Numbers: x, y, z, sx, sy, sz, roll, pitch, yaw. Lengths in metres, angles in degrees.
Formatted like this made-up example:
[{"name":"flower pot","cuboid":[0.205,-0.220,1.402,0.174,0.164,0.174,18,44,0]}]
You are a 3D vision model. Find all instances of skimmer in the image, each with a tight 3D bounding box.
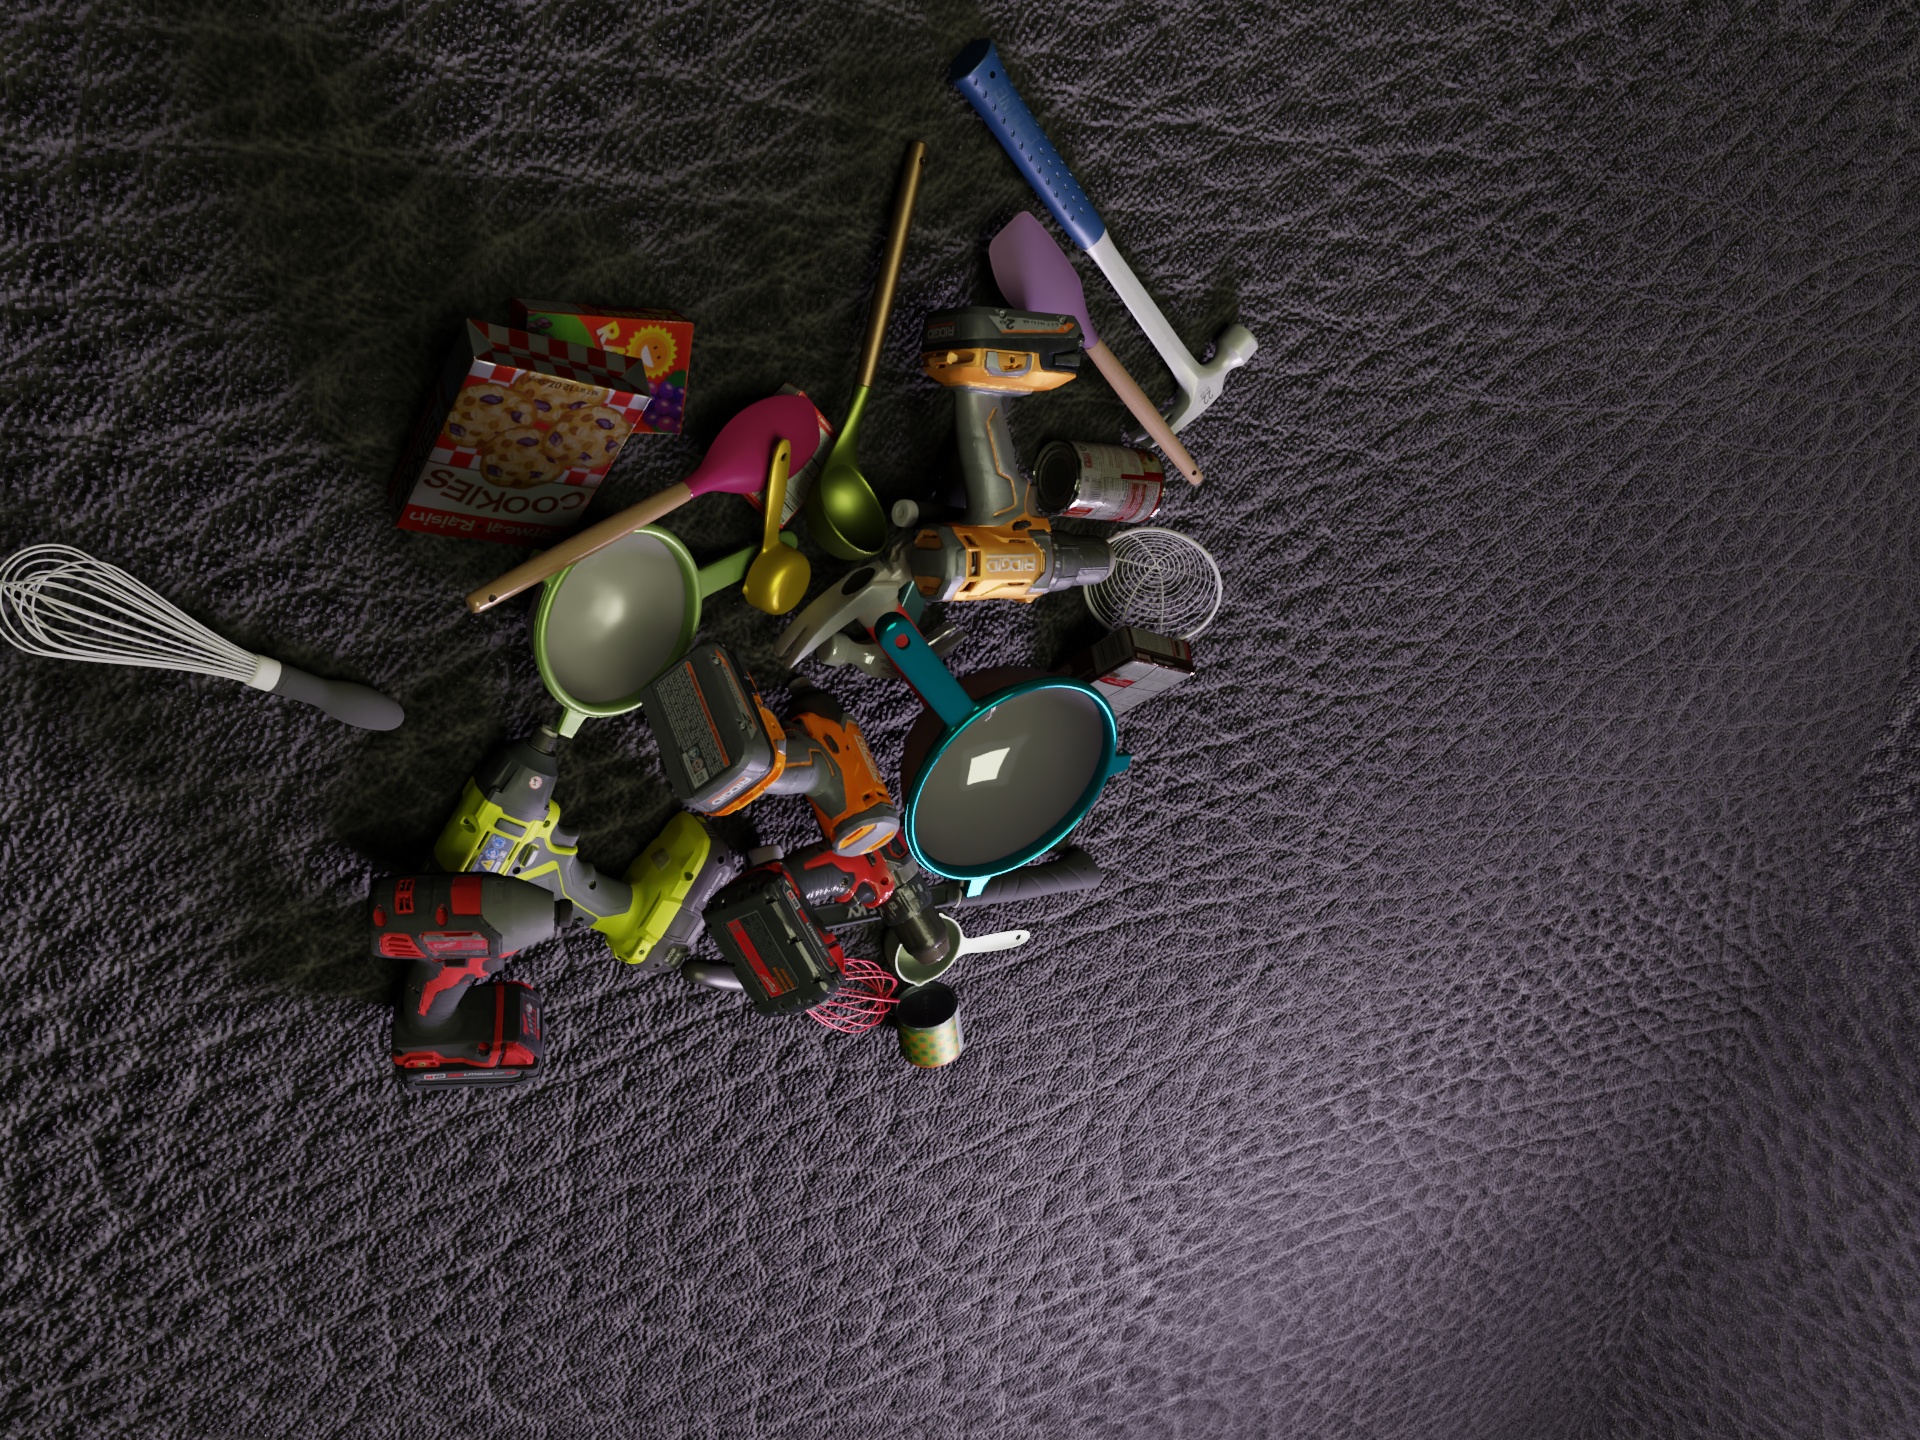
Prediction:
[{"name":"skimmer","cuboid":[0.088,-0.133,1.383,0.363,0.090,0.127,4,143,-47]}]

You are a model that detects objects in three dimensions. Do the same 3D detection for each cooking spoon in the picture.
[{"name":"cooking spoon","cuboid":[-0.218,-0.154,1.144,0.319,0.017,0.068,-36,130,-33]}]

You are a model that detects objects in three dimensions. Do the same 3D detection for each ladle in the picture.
[{"name":"ladle","cuboid":[-0.059,-0.282,1.221,0.078,0.062,0.320,2,104,-55]}]

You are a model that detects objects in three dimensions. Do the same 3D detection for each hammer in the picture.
[{"name":"hammer","cuboid":[0.113,-0.389,1.323,0.144,0.035,0.405,-50,133,-2]},{"name":"hammer","cuboid":[-0.016,0.171,1.514,0.408,0.149,0.036,-4,161,-41]},{"name":"hammer","cuboid":[-0.021,-0.002,1.414,0.143,0.038,0.385,-39,140,-2]},{"name":"hammer","cuboid":[-0.010,-0.188,1.352,0.128,0.033,0.331,12,108,-39]}]

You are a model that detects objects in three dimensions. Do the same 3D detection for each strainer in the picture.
[{"name":"strainer","cuboid":[-0.237,-0.104,1.225,0.256,0.069,0.151,-32,133,-40]},{"name":"strainer","cuboid":[-0.002,-0.004,1.326,0.211,0.095,0.340,-40,138,-1]}]

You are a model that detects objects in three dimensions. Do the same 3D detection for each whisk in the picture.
[{"name":"whisk","cuboid":[-0.500,-0.042,1.068,0.284,0.070,0.070,26,98,-46]},{"name":"whisk","cuboid":[-0.150,0.241,1.441,0.295,0.073,0.073,23,101,-55]}]

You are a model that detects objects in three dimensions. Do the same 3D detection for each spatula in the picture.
[{"name":"spatula","cuboid":[0.123,-0.301,1.347,0.060,0.018,0.315,-45,128,4]}]

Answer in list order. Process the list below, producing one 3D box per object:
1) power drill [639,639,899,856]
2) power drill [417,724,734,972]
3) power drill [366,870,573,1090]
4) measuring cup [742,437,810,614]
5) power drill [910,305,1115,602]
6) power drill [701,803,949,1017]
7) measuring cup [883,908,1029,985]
[{"name":"power drill","cuboid":[-0.147,0.014,1.259,0.084,0.164,0.226,-35,152,18]},{"name":"power drill","cuboid":[-0.302,0.108,1.281,0.223,0.080,0.171,27,99,-39]},{"name":"power drill","cuboid":[-0.369,0.193,1.211,0.143,0.079,0.219,0,139,-15]},{"name":"measuring cup","cuboid":[-0.135,-0.147,1.232,0.062,0.029,0.156,-40,153,-42]},{"name":"power drill","cuboid":[0.050,-0.207,1.271,0.185,0.084,0.226,-4,99,-35]},{"name":"power drill","cuboid":[-0.100,0.164,1.356,0.188,0.080,0.227,60,33,-8]},{"name":"measuring cup","cuboid":[-0.004,0.215,1.585,0.167,0.038,0.083,-1,115,-38]}]
